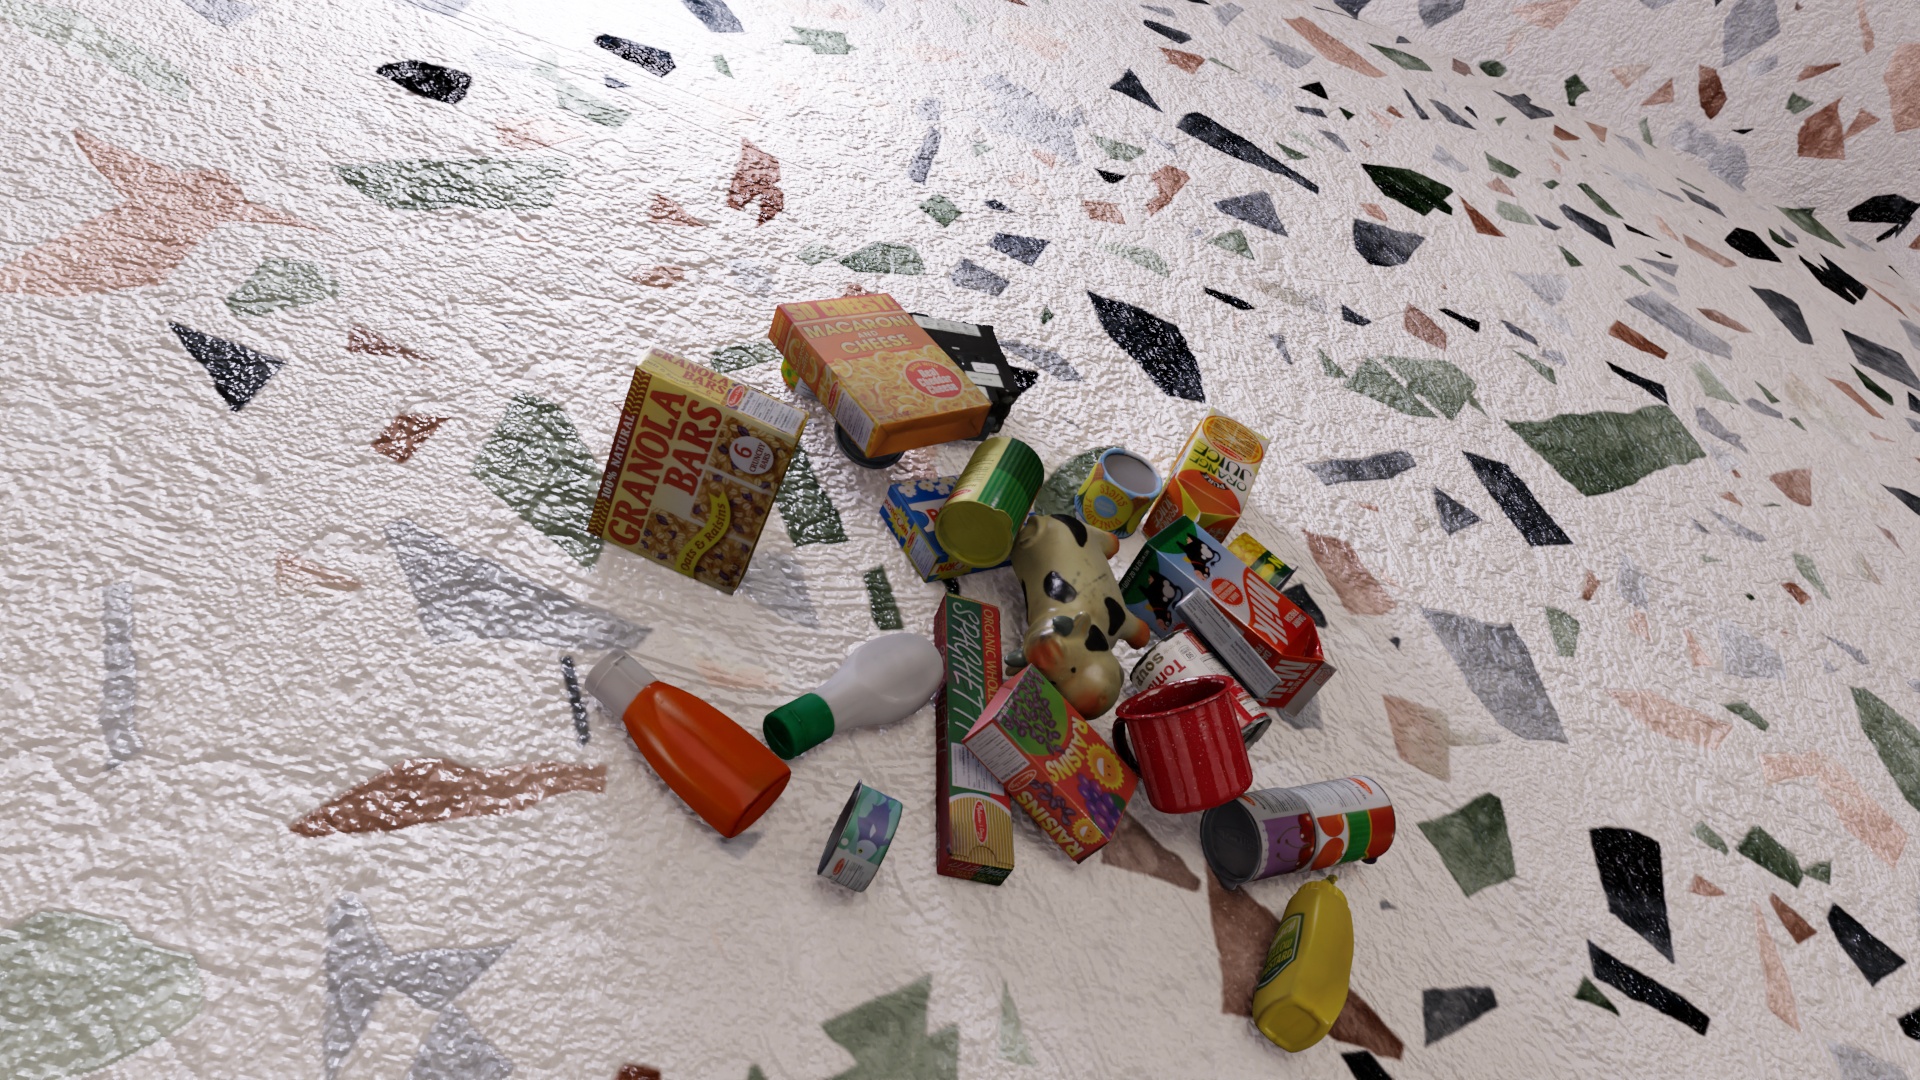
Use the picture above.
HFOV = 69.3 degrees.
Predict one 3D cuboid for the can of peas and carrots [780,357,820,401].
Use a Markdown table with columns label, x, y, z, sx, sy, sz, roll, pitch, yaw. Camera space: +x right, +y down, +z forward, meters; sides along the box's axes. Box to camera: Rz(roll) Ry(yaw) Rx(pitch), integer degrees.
| label | x | y | z | sx | sy | sz | roll | pitch | yaw |
| --- | --- | --- | --- | --- | --- | --- | --- | --- | --- |
| can of peas and carrots | -0.127 | -0.172 | 1.280 | 0.071 | 0.058 | 0.071 | 16 | 41 | -14 |

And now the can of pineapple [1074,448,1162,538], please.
| label | x | y | z | sx | sy | sz | roll | pitch | yaw |
| --- | --- | --- | --- | --- | --- | --- | --- | --- | --- |
| can of pineapple | 0.147 | -0.044 | 1.302 | 0.071 | 0.057 | 0.071 | 16 | 42 | -15 |

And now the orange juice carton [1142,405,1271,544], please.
| label | x | y | z | sx | sy | sz | roll | pitch | yaw |
| --- | --- | --- | --- | --- | --- | --- | --- | --- | --- |
| orange juice carton | 0.235 | -0.045 | 1.342 | 0.073 | 0.071 | 0.194 | 31 | 40 | 3 |

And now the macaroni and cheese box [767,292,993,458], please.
| label | x | y | z | sx | sy | sz | roll | pitch | yaw |
| --- | --- | --- | --- | --- | --- | --- | --- | --- | --- |
| macaroni and cheese box | -0.071 | -0.146 | 1.196 | 0.124 | 0.040 | 0.167 | -14 | 51 | -38 |

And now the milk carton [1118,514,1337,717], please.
| label | x | y | z | sx | sy | sz | roll | pitch | yaw |
| --- | --- | --- | --- | --- | --- | --- | --- | --- | --- |
| milk carton | 0.236 | 0.072 | 1.219 | 0.191 | 0.072 | 0.074 | 42 | 41 | 15 |

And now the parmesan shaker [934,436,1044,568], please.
| label | x | y | z | sx | sy | sz | roll | pitch | yaw |
| --- | --- | --- | --- | --- | --- | --- | --- | --- | --- |
| parmesan shaker | 0.028 | -0.034 | 1.153 | 0.071 | 0.071 | 0.103 | 29 | 40 | 0 |

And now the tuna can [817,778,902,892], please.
| label | x | y | z | sx | sy | sz | roll | pitch | yaw |
| --- | --- | --- | --- | --- | --- | --- | --- | --- | --- |
| tuna can | -0.066 | 0.195 | 0.921 | 0.033 | 0.070 | 0.071 | 26 | 40 | -5 |

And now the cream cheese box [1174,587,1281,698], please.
| label | x | y | z | sx | sy | sz | roll | pitch | yaw |
| --- | --- | --- | --- | --- | --- | --- | --- | --- | --- |
| cream cheese box | 0.220 | 0.086 | 1.151 | 0.104 | 0.024 | 0.053 | 49 | 0 | 8 |

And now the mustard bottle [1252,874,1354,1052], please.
| label | x | y | z | sx | sy | sz | roll | pitch | yaw |
| --- | --- | --- | --- | --- | --- | --- | --- | --- | --- |
| mustard bottle | 0.254 | 0.294 | 1.006 | 0.049 | 0.065 | 0.161 | 37 | 34 | 2 |

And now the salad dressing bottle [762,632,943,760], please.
| label | x | y | z | sx | sy | sz | roll | pitch | yaw |
| --- | --- | --- | --- | --- | --- | --- | --- | --- | --- |
| salad dressing bottle | -0.078 | 0.114 | 1.019 | 0.148 | 0.043 | 0.064 | -24 | 63 | -42 |

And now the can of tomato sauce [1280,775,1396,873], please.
| label | x | y | z | sx | sy | sz | roll | pitch | yaw |
| --- | --- | --- | --- | --- | --- | --- | --- | --- | --- |
| can of tomato sauce | 0.289 | 0.225 | 1.095 | 0.083 | 0.070 | 0.071 | -2 | 49 | -31 |

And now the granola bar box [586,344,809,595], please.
| label | x | y | z | sx | sy | sz | roll | pitch | yaw |
| --- | --- | --- | --- | --- | --- | --- | --- | --- | --- |
| granola bar box | -0.197 | -0.050 | 1.029 | 0.124 | 0.164 | 0.039 | 24 | 38 | -6 |

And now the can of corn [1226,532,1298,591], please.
| label | x | y | z | sx | sy | sz | roll | pitch | yaw |
| --- | --- | --- | --- | --- | --- | --- | --- | --- | --- |
| can of corn | 0.265 | 0.033 | 1.279 | 0.058 | 0.070 | 0.071 | 41 | 41 | 16 |

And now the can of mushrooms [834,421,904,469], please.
| label | x | y | z | sx | sy | sz | roll | pitch | yaw |
| --- | --- | --- | --- | --- | --- | --- | --- | --- | --- |
| can of mushrooms | -0.077 | -0.101 | 1.226 | 0.071 | 0.070 | 0.034 | 26 | 39 | -3 |

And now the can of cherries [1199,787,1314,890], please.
| label | x | y | z | sx | sy | sz | roll | pitch | yaw |
| --- | --- | --- | --- | --- | --- | --- | --- | --- | --- |
| can of cherries | 0.226 | 0.227 | 1.059 | 0.058 | 0.071 | 0.072 | -2 | 49 | -33 |

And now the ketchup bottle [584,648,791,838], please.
| label | x | y | z | sx | sy | sz | roll | pitch | yaw |
| --- | --- | --- | --- | --- | --- | --- | --- | --- | --- |
| ketchup bottle | -0.188 | 0.131 | 0.936 | 0.149 | 0.043 | 0.065 | 38 | 40 | 12 |

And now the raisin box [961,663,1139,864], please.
| label | x | y | z | sx | sy | sz | roll | pitch | yaw |
| --- | --- | --- | --- | --- | --- | --- | --- | --- | --- |
| raisin box | 0.068 | 0.163 | 1.022 | 0.123 | 0.040 | 0.086 | 47 | 31 | -2 |

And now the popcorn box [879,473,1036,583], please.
| label | x | y | z | sx | sy | sz | roll | pitch | yaw |
| --- | --- | --- | --- | --- | --- | --- | --- | --- | --- |
| popcorn box | 0.004 | -0.015 | 1.205 | 0.127 | 0.038 | 0.085 | -10 | 54 | -37 |

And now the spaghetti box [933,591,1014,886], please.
| label | x | y | z | sx | sy | sz | roll | pitch | yaw |
| --- | --- | --- | --- | --- | --- | --- | --- | --- | --- |
| spaghetti box | 0.008 | 0.142 | 1.048 | 0.050 | 0.028 | 0.251 | 15 | 42 | -16 |
